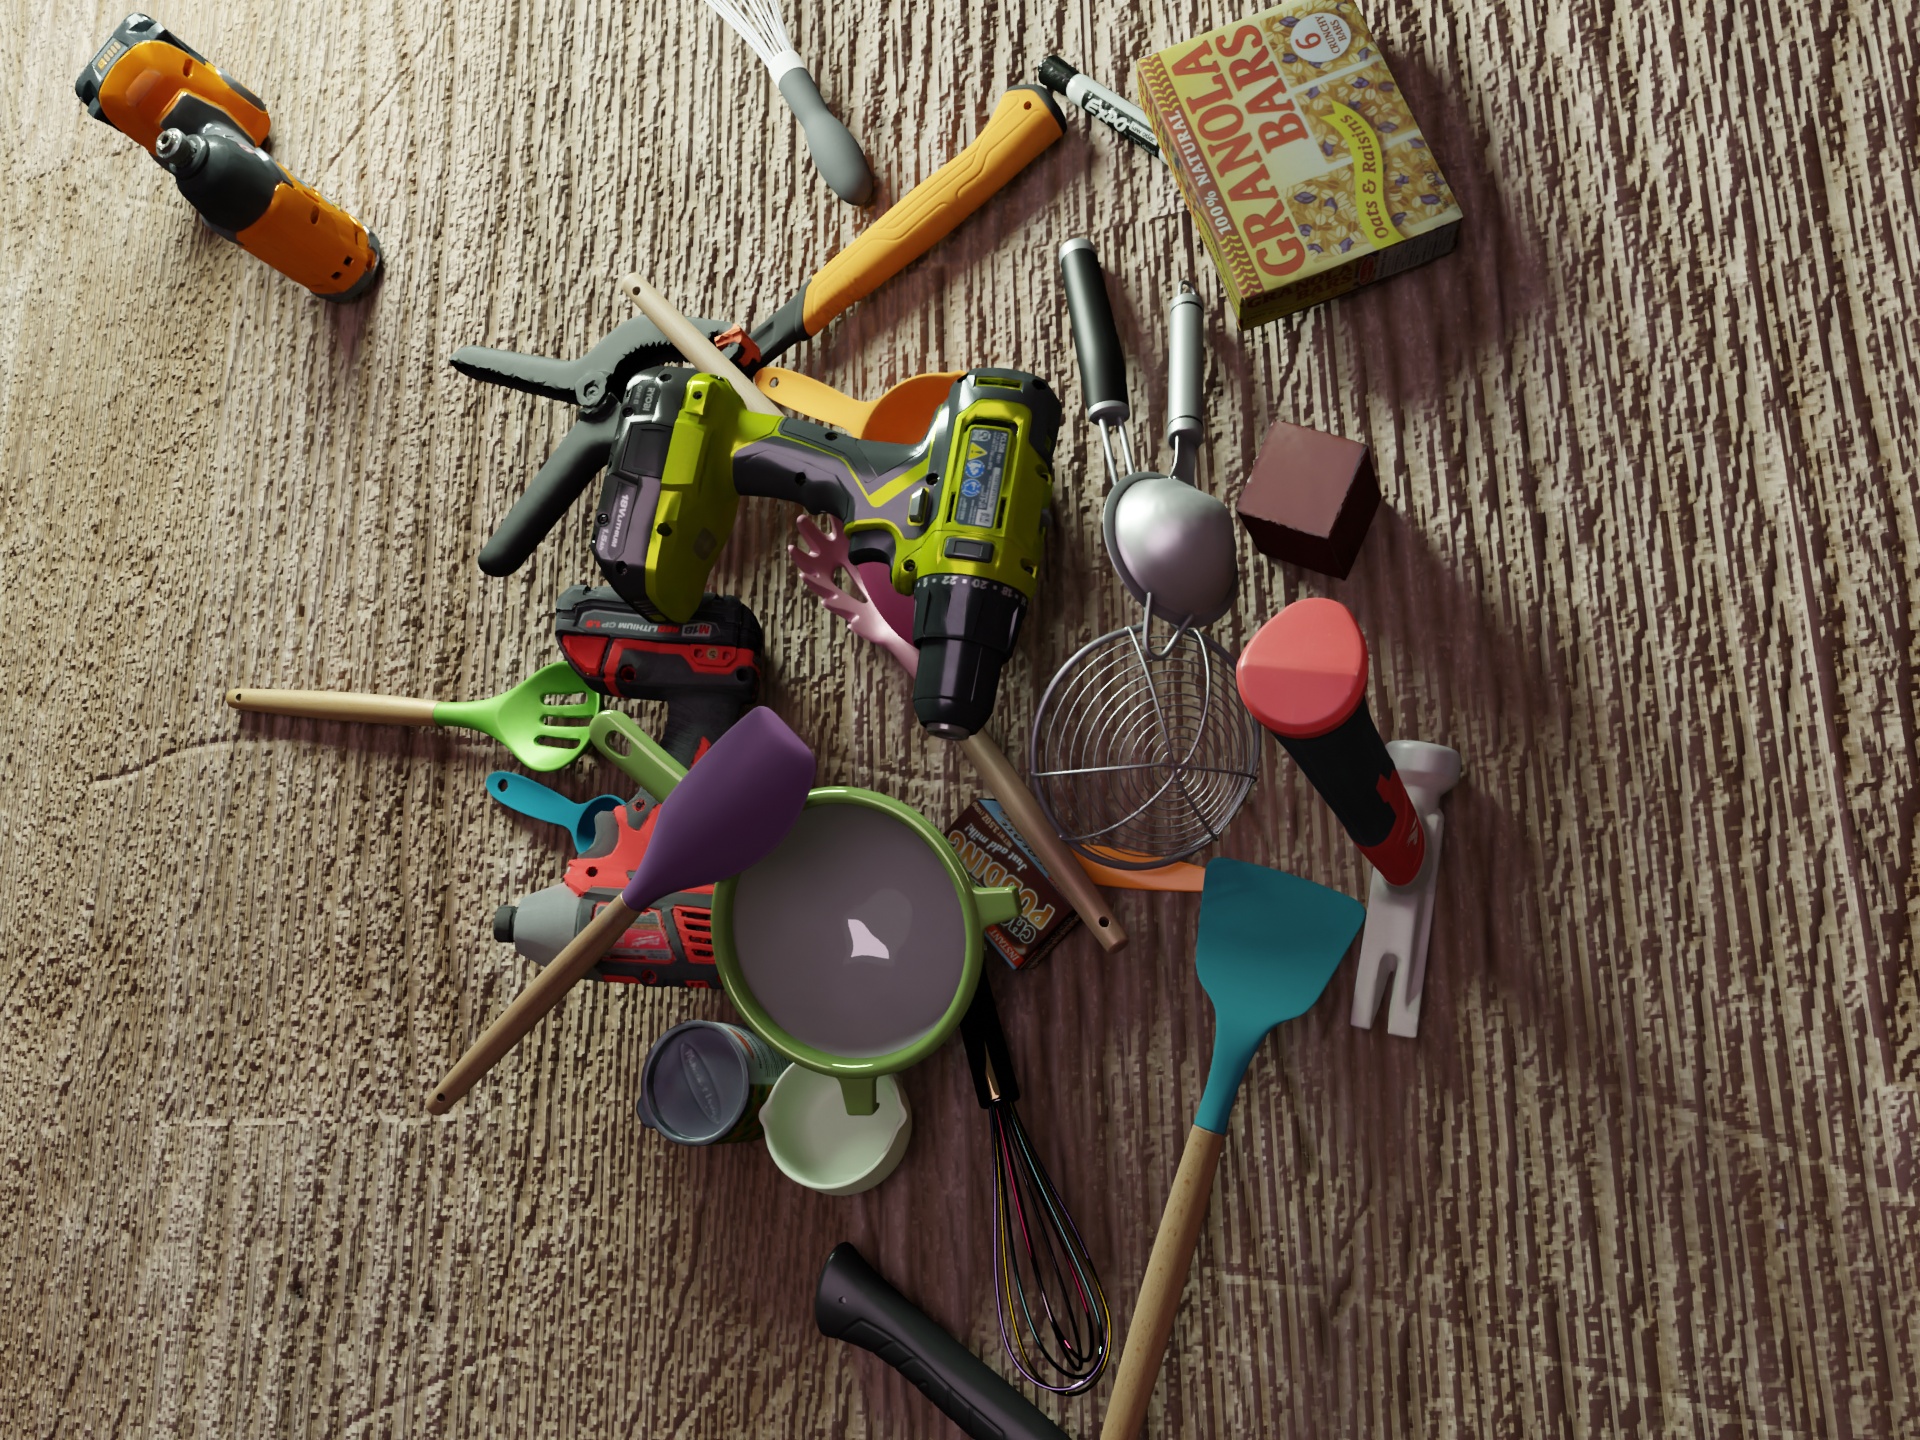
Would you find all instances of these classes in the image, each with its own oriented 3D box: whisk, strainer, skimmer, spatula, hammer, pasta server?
[{"bbox_3d":[0.030,0.215,0.812,0.047,0.051,0.245,-48,49,47],"label":"whisk"},{"bbox_3d":[0.118,-0.145,0.832,0.050,0.086,0.259,-39,36,45],"label":"strainer"},{"bbox_3d":[0.081,-0.101,0.870,0.127,0.090,0.364,1,61,-16],"label":"skimmer"},{"bbox_3d":[0.115,0.223,0.770,0.082,0.044,0.317,17,82,12],"label":"spatula"},{"bbox_3d":[-0.091,0.075,0.850,0.256,0.069,0.151,38,105,14],"label":"strainer"},{"bbox_3d":[0.157,0.045,0.620,0.038,0.386,0.143,7,81,22],"label":"hammer"},{"bbox_3d":[-0.071,-0.262,0.973,0.337,0.034,0.127,-38,67,9],"label":"hammer"},{"bbox_3d":[-0.124,-0.443,1.028,0.070,0.070,0.285,-32,74,11],"label":"whisk"},{"bbox_3d":[-0.188,0.114,0.843,0.316,0.018,0.060,-44,87,18],"label":"spatula"},{"bbox_3d":[-0.001,-0.003,0.868,0.060,0.040,0.316,-32,61,-5],"label":"pasta server"},{"bbox_3d":[0.060,0.368,0.775,0.335,0.035,0.146,32,91,24],"label":"hammer"}]

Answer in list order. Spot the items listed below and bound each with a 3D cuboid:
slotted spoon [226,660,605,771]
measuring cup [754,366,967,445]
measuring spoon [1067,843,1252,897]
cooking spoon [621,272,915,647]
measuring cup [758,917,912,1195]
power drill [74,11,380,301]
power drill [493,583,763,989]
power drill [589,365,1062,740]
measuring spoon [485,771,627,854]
[{"bbox_3d":[-0.355,-0.008,1.026,0.314,0.031,0.070,3,79,23],"label":"slotted spoon"},{"bbox_3d":[-0.044,-0.166,0.930,0.174,0.052,0.095,28,92,26],"label":"measuring cup"},{"bbox_3d":[0.096,0.079,0.841,0.117,0.011,0.021,6,80,22],"label":"measuring spoon"},{"bbox_3d":[-0.092,-0.153,0.903,0.319,0.017,0.068,46,103,17],"label":"cooking spoon"},{"bbox_3d":[-0.059,0.176,0.871,0.083,0.038,0.168,-4,59,16],"label":"measuring cup"},{"bbox_3d":[-0.521,-0.398,1.108,0.084,0.164,0.227,-48,64,5],"label":"power drill"},{"bbox_3d":[-0.185,0.040,0.905,0.143,0.078,0.220,3,80,-1],"label":"power drill"},{"bbox_3d":[-0.069,-0.095,0.835,0.228,0.080,0.191,8,78,10],"label":"power drill"},{"bbox_3d":[-0.244,0.056,0.978,0.129,0.021,0.042,18,83,33],"label":"measuring spoon"}]
